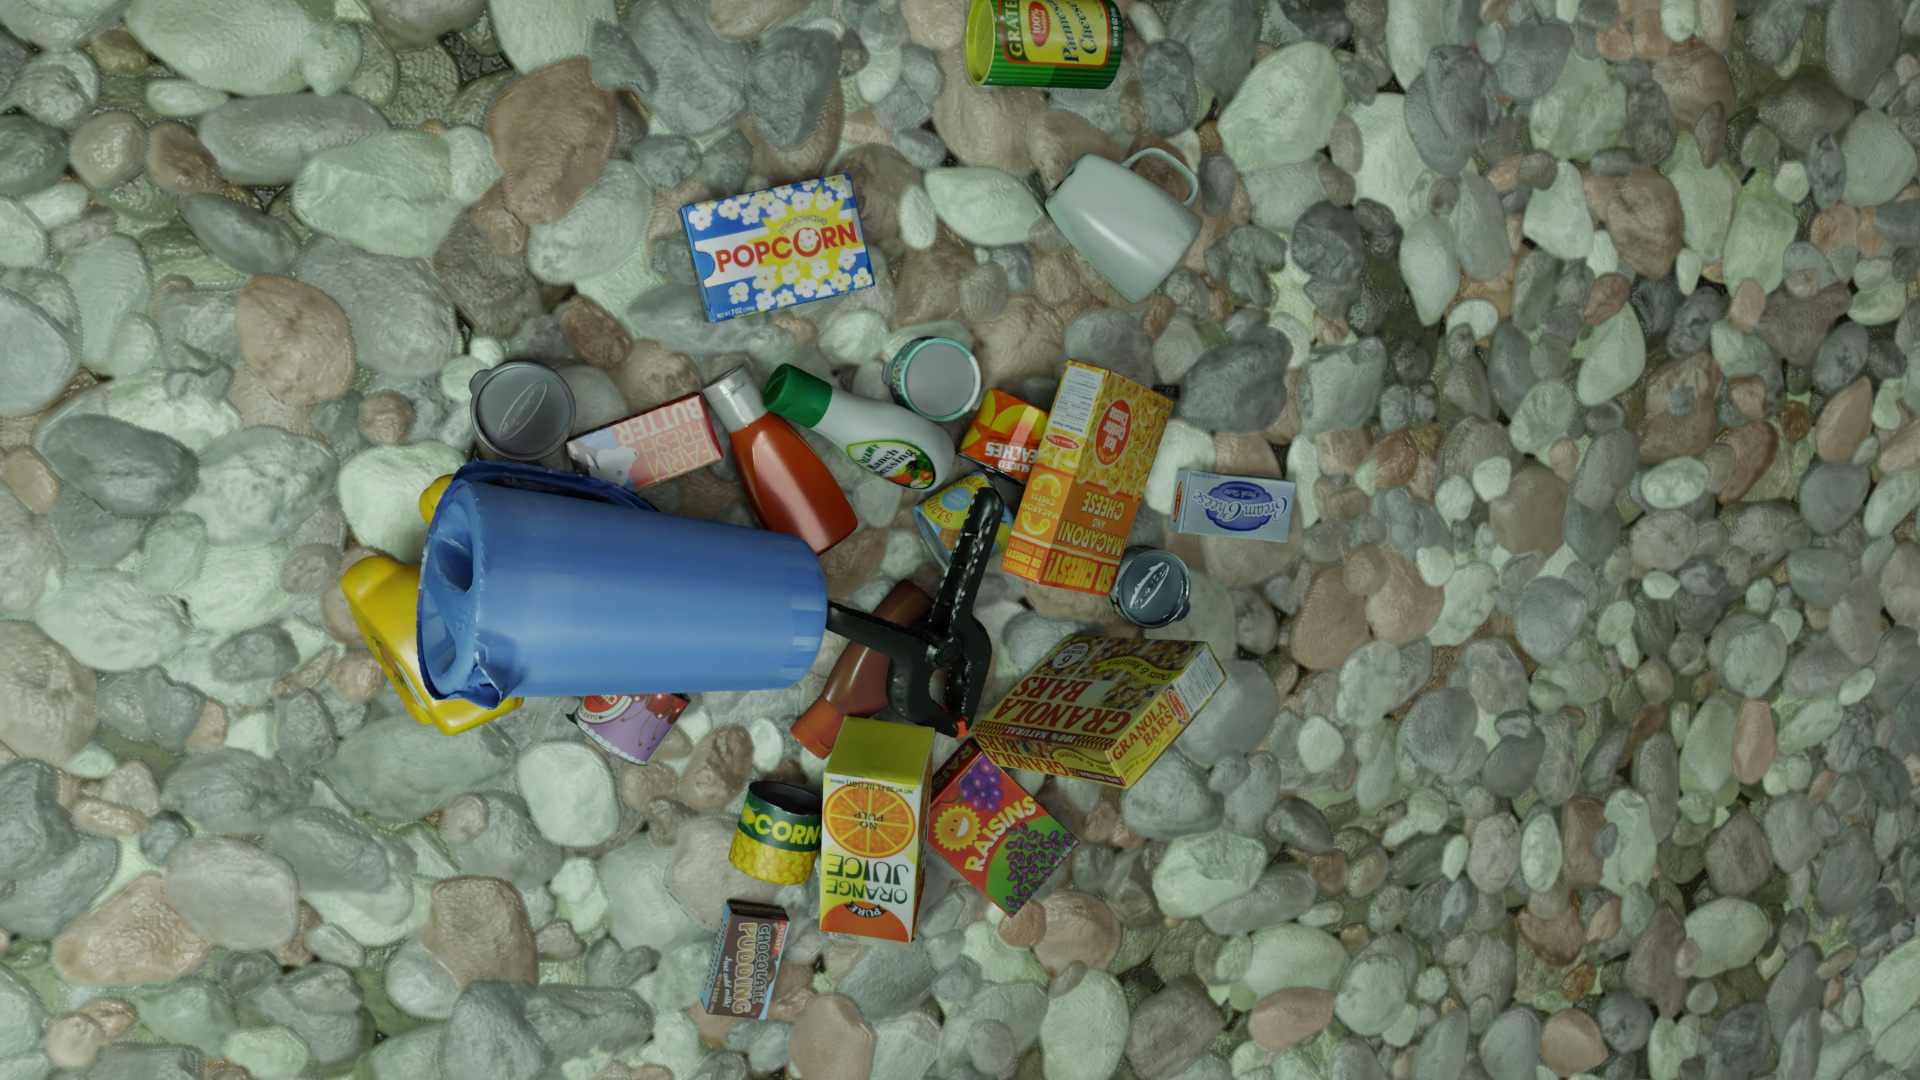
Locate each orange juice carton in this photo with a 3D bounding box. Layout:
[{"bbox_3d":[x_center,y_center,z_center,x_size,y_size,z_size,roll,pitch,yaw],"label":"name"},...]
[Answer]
[{"bbox_3d":[-0.064,0.236,1.056,0.072,0.073,0.191,7,117,5],"label":"orange juice carton"}]

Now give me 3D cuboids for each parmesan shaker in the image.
[{"bbox_3d":[0.062,-0.374,1.035,0.103,0.071,0.071,-4,100,-17],"label":"parmesan shaker"}]

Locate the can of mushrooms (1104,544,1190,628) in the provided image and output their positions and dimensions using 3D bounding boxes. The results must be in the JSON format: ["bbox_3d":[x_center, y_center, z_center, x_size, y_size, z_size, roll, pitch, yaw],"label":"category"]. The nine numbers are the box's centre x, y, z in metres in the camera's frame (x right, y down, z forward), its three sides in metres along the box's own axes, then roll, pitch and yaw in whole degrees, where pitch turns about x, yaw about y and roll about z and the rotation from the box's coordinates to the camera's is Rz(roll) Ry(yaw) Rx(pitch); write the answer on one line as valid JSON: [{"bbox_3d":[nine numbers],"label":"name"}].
[{"bbox_3d":[0.155,0.039,1.144,0.071,0.033,0.071,-3,99,-18],"label":"can of mushrooms"}]

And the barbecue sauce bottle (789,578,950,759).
[{"bbox_3d":[-0.069,0.103,1.076,0.148,0.044,0.064,-48,123,-5],"label":"barbecue sauce bottle"}]

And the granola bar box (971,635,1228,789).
[{"bbox_3d":[0.103,0.126,1.056,0.125,0.165,0.039,-42,111,-28],"label":"granola bar box"}]

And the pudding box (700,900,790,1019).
[{"bbox_3d":[-0.168,0.328,1.086,0.050,0.030,0.083,14,94,-20],"label":"pudding box"}]

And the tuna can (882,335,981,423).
[{"bbox_3d":[-0.022,-0.124,1.063,0.071,0.033,0.071,-3,99,-18],"label":"tuna can"}]

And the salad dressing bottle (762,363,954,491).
[{"bbox_3d":[-0.075,-0.084,1.028,0.147,0.064,0.044,25,55,-29],"label":"salad dressing bottle"}]

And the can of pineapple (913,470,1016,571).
[{"bbox_3d":[0.004,-0.013,1.069,0.058,0.071,0.071,-30,106,-11],"label":"can of pineapple"}]

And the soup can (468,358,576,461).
[{"bbox_3d":[-0.301,-0.093,0.950,0.071,0.084,0.071,-3,99,-18],"label":"soup can"}]

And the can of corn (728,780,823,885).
[{"bbox_3d":[-0.137,0.223,1.058,0.071,0.071,0.058,16,94,-19],"label":"can of corn"}]

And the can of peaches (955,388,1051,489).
[{"bbox_3d":[0.039,-0.078,1.069,0.071,0.071,0.058,26,89,-20],"label":"can of peaches"}]

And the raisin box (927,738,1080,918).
[{"bbox_3d":[0.024,0.234,1.129,0.086,0.040,0.123,-46,108,-5],"label":"raisin box"}]

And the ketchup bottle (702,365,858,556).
[{"bbox_3d":[-0.137,-0.057,1.029,0.065,0.043,0.148,-35,107,-19],"label":"ketchup bottle"}]

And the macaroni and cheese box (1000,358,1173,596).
[{"bbox_3d":[0.100,-0.045,1.078,0.124,0.040,0.166,13,96,-58],"label":"macaroni and cheese box"}]

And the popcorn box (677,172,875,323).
[{"bbox_3d":[-0.133,-0.213,1.010,0.127,0.038,0.085,-16,104,-15],"label":"popcorn box"}]

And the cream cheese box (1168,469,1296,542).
[{"bbox_3d":[0.228,-0.029,1.162,0.104,0.024,0.053,5,97,-19],"label":"cream cheese box"}]

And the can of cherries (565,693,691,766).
[{"bbox_3d":[-0.241,0.121,1.010,0.071,0.071,0.058,36,86,-19],"label":"can of cherries"}]

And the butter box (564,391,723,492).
[{"bbox_3d":[-0.230,-0.066,1.009,0.104,0.024,0.053,-22,105,-13],"label":"butter box"}]
